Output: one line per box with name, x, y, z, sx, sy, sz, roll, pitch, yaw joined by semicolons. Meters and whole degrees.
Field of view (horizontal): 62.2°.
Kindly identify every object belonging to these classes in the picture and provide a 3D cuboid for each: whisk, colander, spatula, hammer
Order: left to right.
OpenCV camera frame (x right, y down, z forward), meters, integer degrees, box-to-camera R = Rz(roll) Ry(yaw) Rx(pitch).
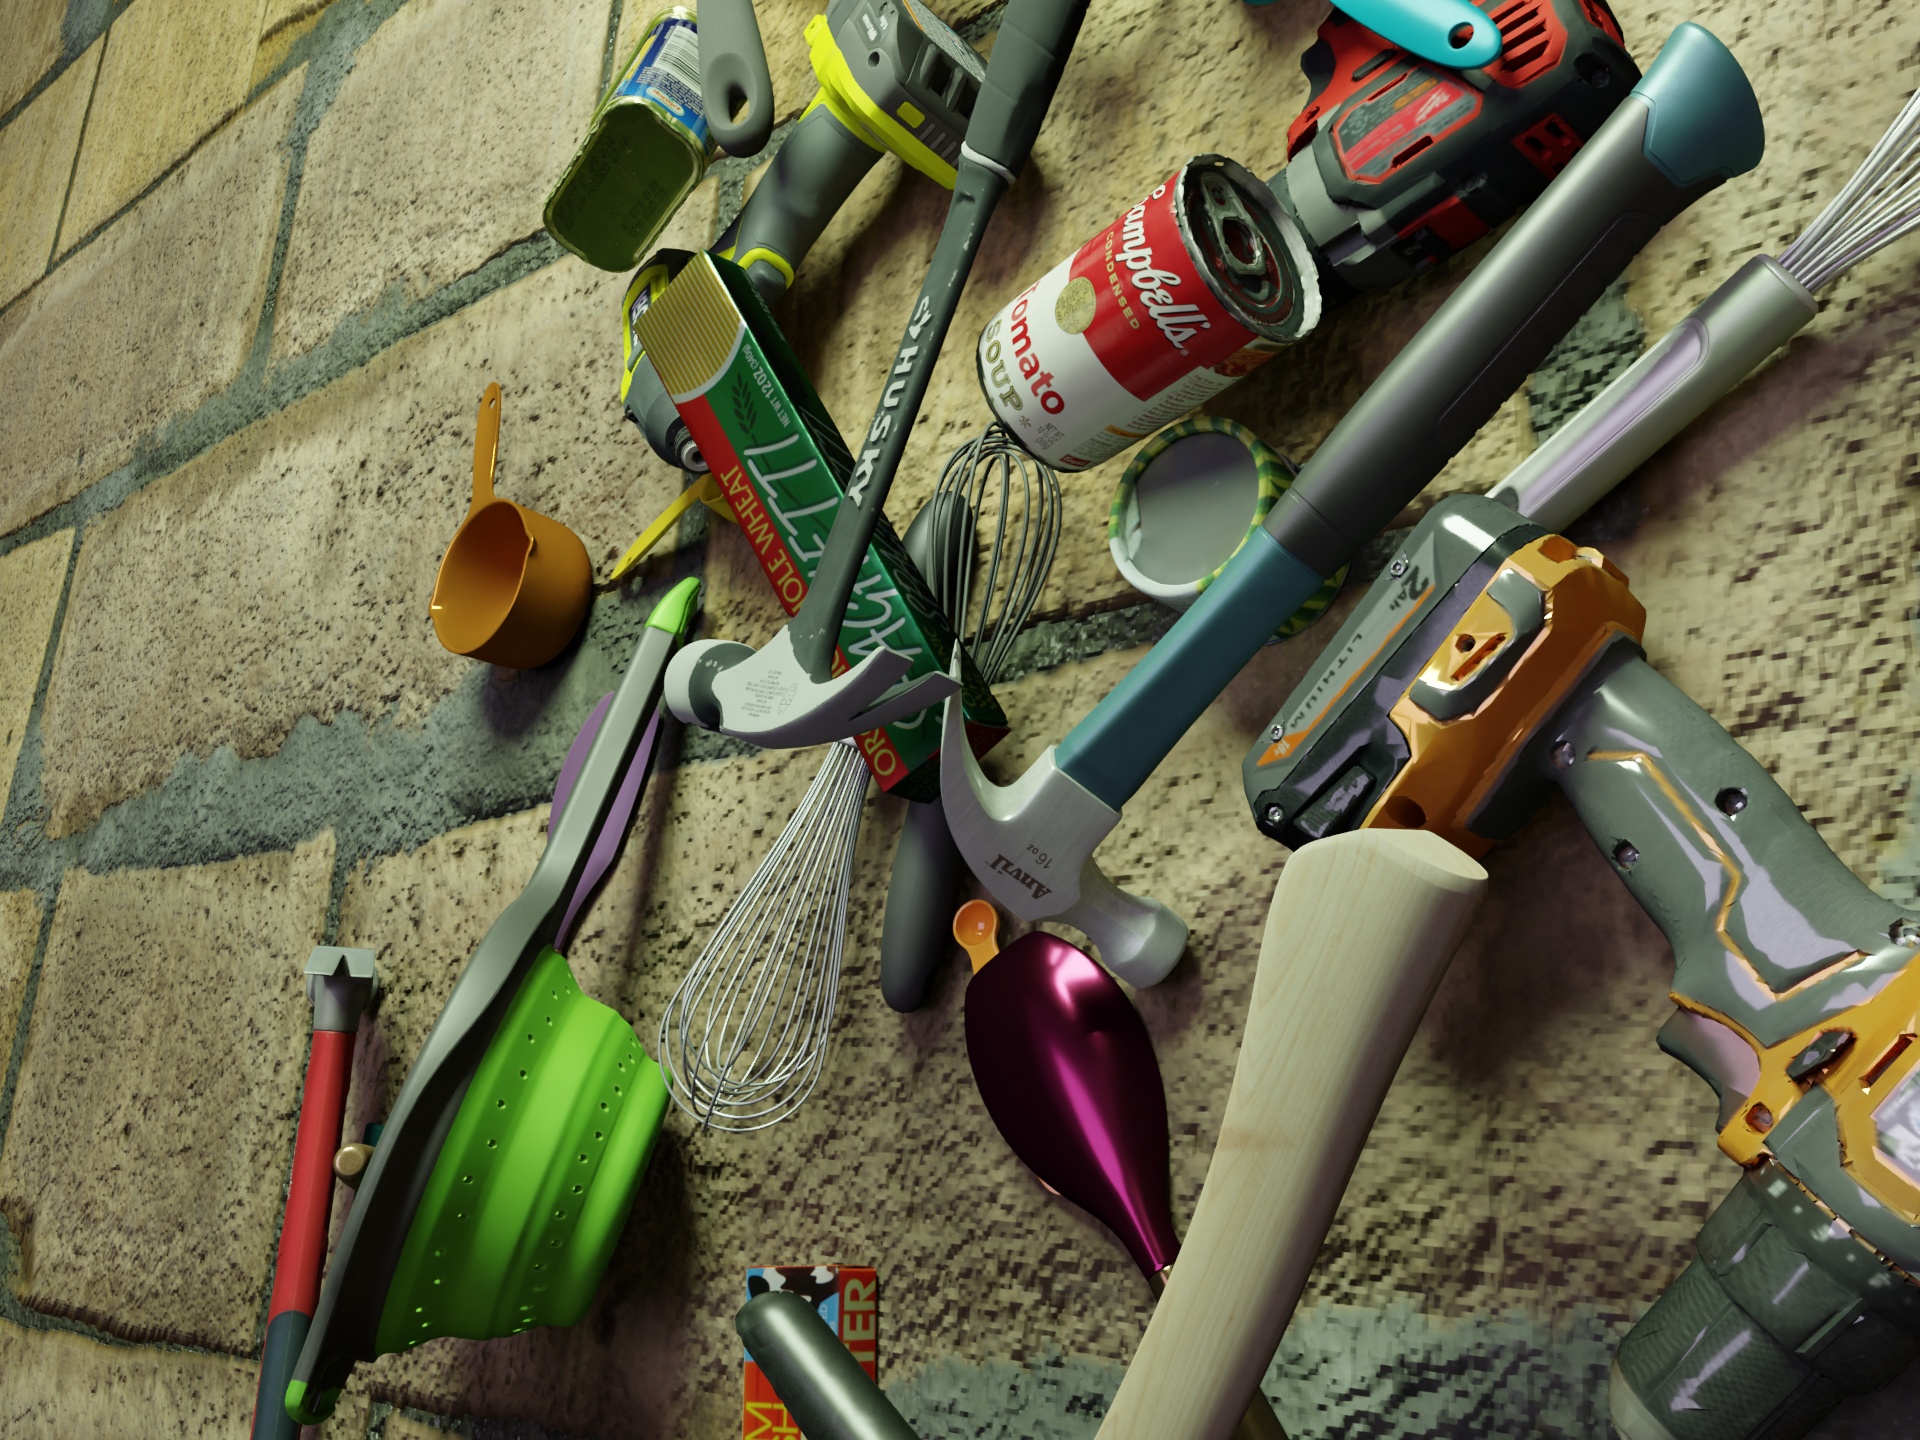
hammer;-0.338;0.309;0.802;0.143;0.038;0.386;154;122;-68
spatula;-0.271;0.212;0.726;0.317;0.044;0.082;126;147;-66
spatula;-0.216;0.136;0.795;0.060;0.018;0.316;14;84;37
colander;-0.158;0.115;0.701;0.204;0.094;0.397;121;169;-63
whisk;-0.116;-0.382;0.745;0.073;0.073;0.296;-25;63;34
whisk;-0.053;0.035;0.662;0.070;0.070;0.285;14;80;44
whisk;-0.002;-0.002;0.634;0.055;0.055;0.239;8;85;43
hammer;0.005;-0.182;0.561;0.149;0.036;0.409;9;77;56
hammer;0.058;0.222;0.451;0.146;0.038;0.410;35;111;42
hammer;0.114;-0.062;0.494;0.331;0.128;0.033;-49;15;18
whisk;0.243;-0.131;0.455;0.246;0.059;0.058;-45;40;28

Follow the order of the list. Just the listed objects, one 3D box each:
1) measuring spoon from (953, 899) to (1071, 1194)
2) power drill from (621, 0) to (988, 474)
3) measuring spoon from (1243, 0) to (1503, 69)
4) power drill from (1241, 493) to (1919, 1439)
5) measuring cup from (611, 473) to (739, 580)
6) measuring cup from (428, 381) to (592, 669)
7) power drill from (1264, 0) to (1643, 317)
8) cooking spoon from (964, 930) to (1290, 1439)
measuring spoon;0.022;0.120;0.594;0.021;0.011;0.117;-31;60;20
power drill;-0.077;-0.224;0.739;0.223;0.080;0.171;-46;34;23
measuring spoon;0.126;-0.243;0.518;0.042;0.021;0.129;-56;50;20
power drill;0.179;0.065;0.425;0.226;0.084;0.185;45;108;37
measuring cup;-0.127;-0.101;0.795;0.156;0.029;0.062;-31;35;44
measuring cup;-0.245;-0.109;0.886;0.095;0.052;0.174;-25;58;34
power drill;0.126;-0.252;0.585;0.188;0.080;0.227;-29;61;36
cooking spoon;0.079;0.198;0.505;0.068;0.017;0.319;-41;53;14
